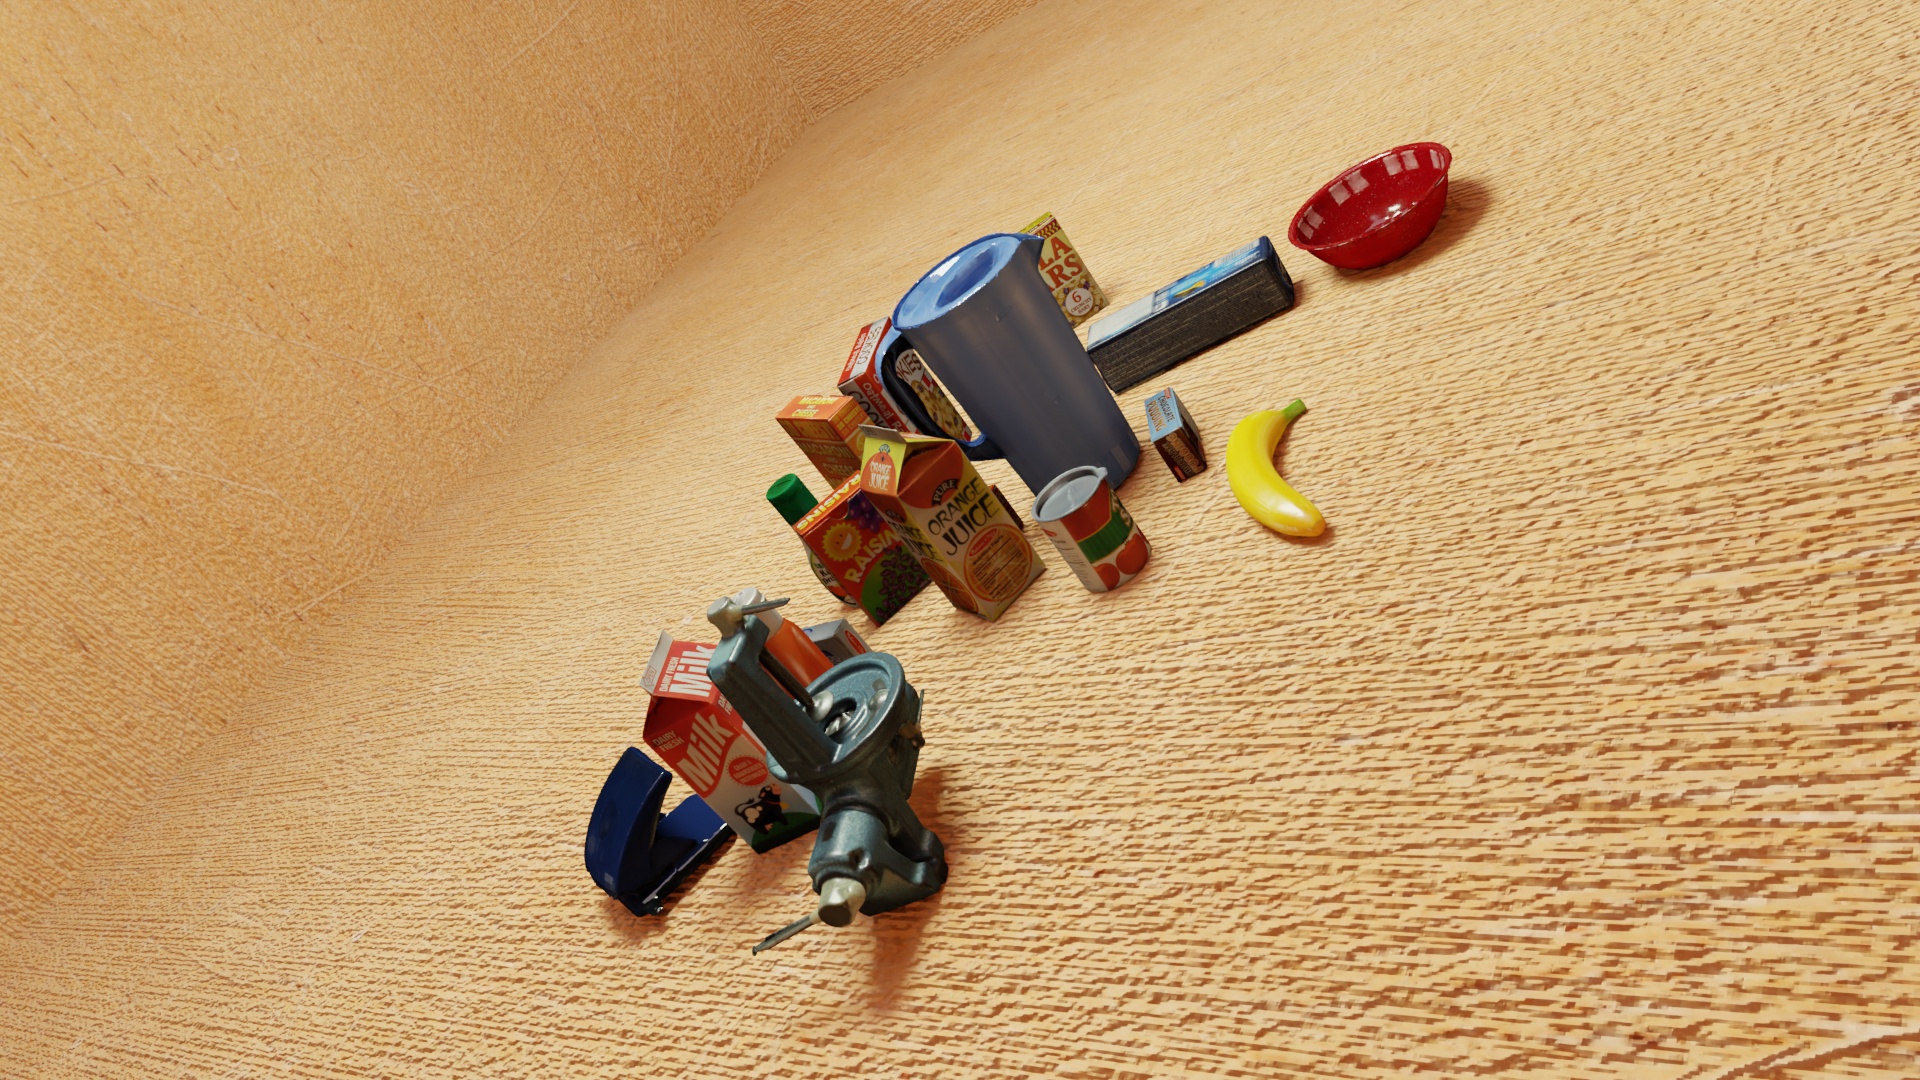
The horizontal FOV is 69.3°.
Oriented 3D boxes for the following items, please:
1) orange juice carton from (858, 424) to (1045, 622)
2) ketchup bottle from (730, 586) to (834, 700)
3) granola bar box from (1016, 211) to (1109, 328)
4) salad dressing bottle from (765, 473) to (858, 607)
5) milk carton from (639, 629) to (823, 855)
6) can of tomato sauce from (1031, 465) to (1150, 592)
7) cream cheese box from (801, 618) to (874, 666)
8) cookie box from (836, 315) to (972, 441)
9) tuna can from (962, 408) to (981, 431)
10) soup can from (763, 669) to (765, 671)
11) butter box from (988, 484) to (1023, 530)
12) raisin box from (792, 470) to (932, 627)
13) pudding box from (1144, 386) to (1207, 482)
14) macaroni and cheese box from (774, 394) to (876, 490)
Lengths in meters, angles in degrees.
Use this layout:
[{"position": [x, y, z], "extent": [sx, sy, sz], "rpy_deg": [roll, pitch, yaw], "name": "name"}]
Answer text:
[{"position": [-0.017, -0.026, 1.194], "extent": [0.073, 0.192, 0.072], "rpy_deg": [-45, 26, -16], "name": "orange juice carton"}, {"position": [-0.143, 0.103, 1.190], "extent": [0.043, 0.148, 0.065], "rpy_deg": [-31, 26, 13], "name": "ketchup bottle"}, {"position": [0.068, -0.277, 1.588], "extent": [0.165, 0.124, 0.039], "rpy_deg": [-34, 25, 7], "name": "granola bar box"}, {"position": [-0.131, 0.000, 1.349], "extent": [0.064, 0.147, 0.044], "rpy_deg": [-20, 30, 32], "name": "salad dressing bottle"}, {"position": [-0.185, 0.155, 1.106], "extent": [0.073, 0.190, 0.073], "rpy_deg": [-28, 27, 20], "name": "milk carton"}, {"position": [0.109, -0.010, 1.135], "extent": [0.071, 0.083, 0.071], "rpy_deg": [-29, 26, 16], "name": "can of tomato sauce"}, {"position": [-0.132, 0.105, 1.282], "extent": [0.103, 0.053, 0.024], "rpy_deg": [-15, 33, 39], "name": "cream cheese box"}, {"position": [-0.056, -0.137, 1.461], "extent": [0.040, 0.167, 0.123], "rpy_deg": [-25, 28, 25], "name": "cookie box"}, {"position": [0.038, -0.150, 1.519], "extent": [0.071, 0.032, 0.071], "rpy_deg": [-29, 26, 16], "name": "tuna can"}, {"position": [-0.183, 0.138, 1.257], "extent": [0.071, 0.083, 0.072], "rpy_deg": [-29, 26, 16], "name": "soup can"}, {"position": [0.005, -0.016, 1.314], "extent": [0.103, 0.053, 0.024], "rpy_deg": [-16, 33, 38], "name": "butter box"}, {"position": [-0.086, 0.008, 1.306], "extent": [0.086, 0.123, 0.040], "rpy_deg": [-41, 25, -7], "name": "raisin box"}, {"position": [0.188, -0.094, 1.215], "extent": [0.030, 0.049, 0.084], "rpy_deg": [-29, 27, 18], "name": "pudding box"}, {"position": [-0.102, -0.075, 1.415], "extent": [0.040, 0.166, 0.123], "rpy_deg": [-47, 27, -20], "name": "macaroni and cheese box"}]
